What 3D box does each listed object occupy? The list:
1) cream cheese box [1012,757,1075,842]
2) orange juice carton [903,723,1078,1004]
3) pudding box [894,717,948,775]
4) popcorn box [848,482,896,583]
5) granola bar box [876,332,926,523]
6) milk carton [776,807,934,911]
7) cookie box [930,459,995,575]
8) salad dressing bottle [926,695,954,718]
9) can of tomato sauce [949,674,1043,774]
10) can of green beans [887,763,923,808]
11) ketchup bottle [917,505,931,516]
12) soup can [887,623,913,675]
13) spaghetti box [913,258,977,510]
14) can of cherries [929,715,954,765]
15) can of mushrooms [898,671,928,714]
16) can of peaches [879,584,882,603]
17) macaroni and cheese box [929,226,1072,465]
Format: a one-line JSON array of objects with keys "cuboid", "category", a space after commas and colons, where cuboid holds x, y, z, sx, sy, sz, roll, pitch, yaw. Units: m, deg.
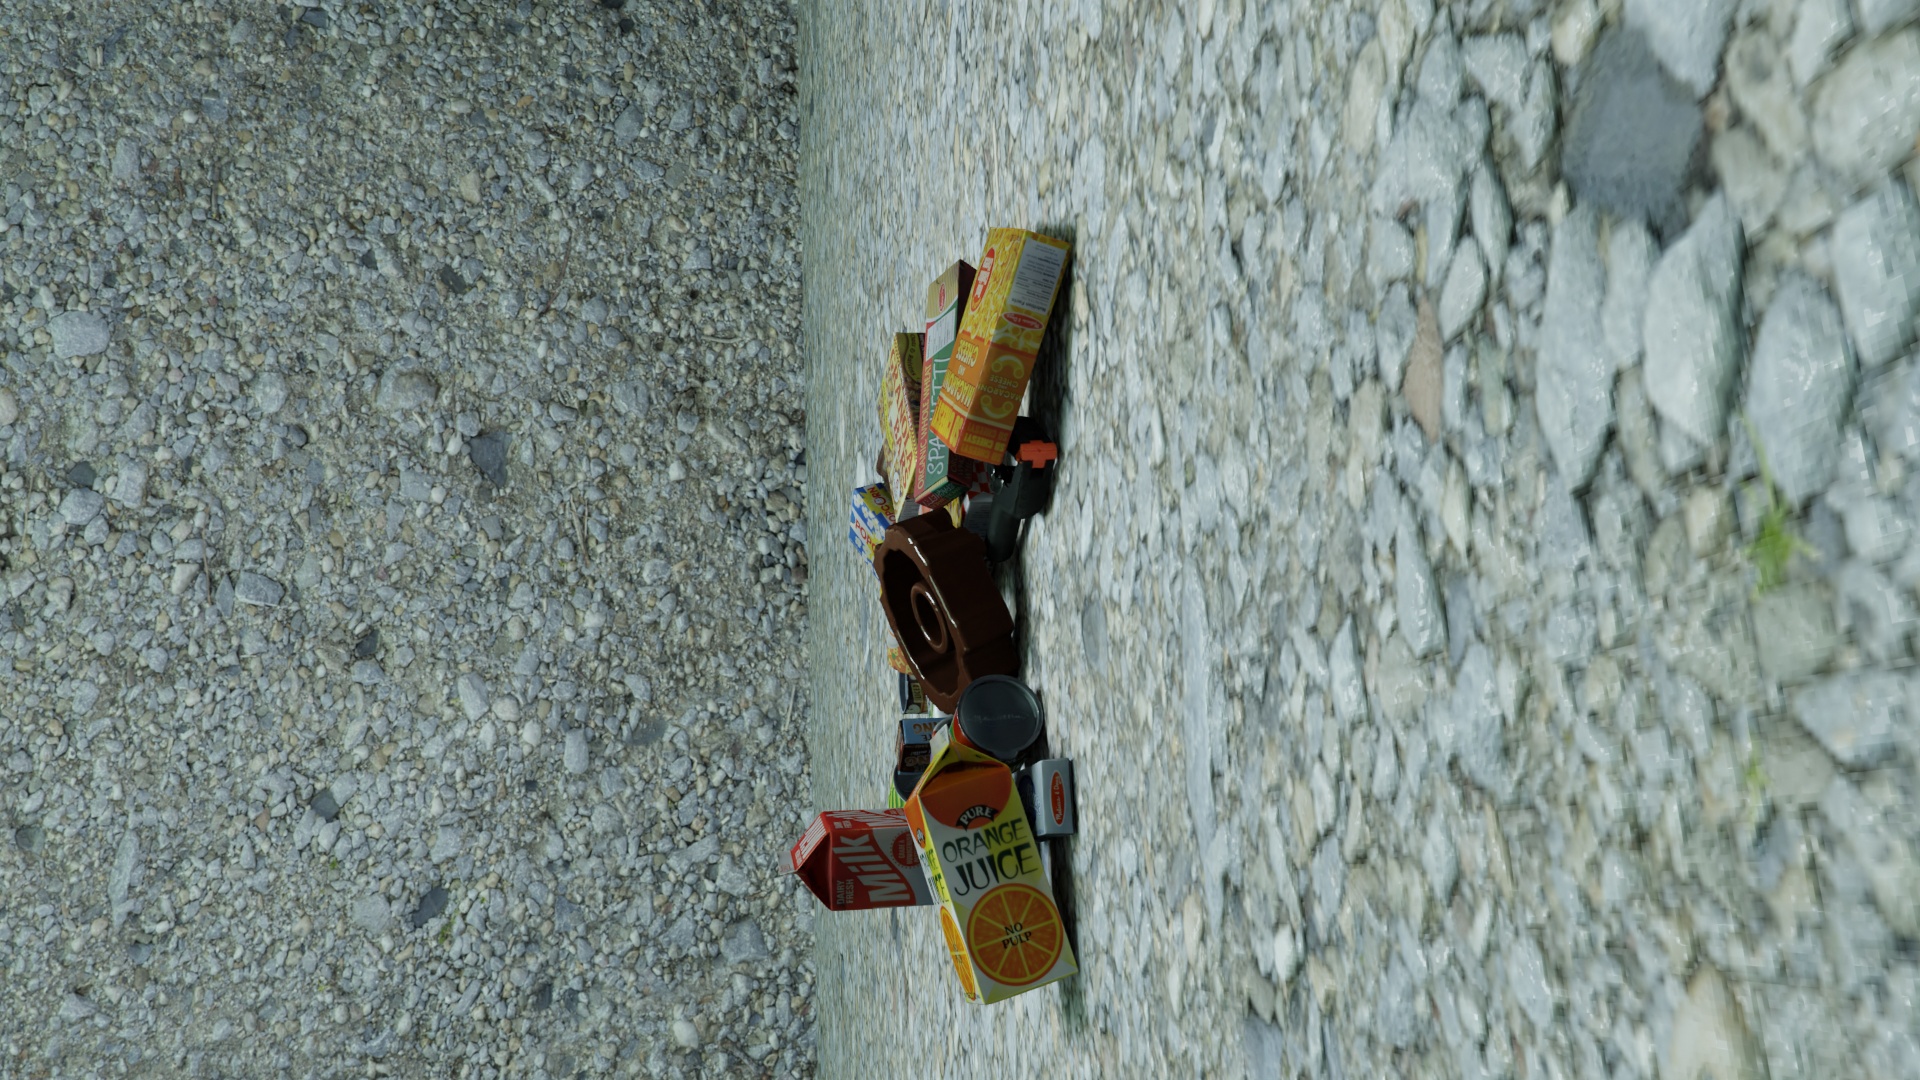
[{"cuboid": [0.059, 0.192, 1.018, 0.103, 0.024, 0.053, 124, 146, -71], "category": "cream cheese box"}, {"cuboid": [0.013, 0.230, 1.006, 0.071, 0.073, 0.193, 120, 133, -70], "category": "orange juice carton"}, {"cuboid": [-0.015, 0.185, 1.249, 0.049, 0.084, 0.030, 101, 164, -45], "category": "pudding box"}, {"cuboid": [-0.083, 0.005, 1.620, 0.127, 0.038, 0.084, 53, 149, 34], "category": "popcorn box"}, {"cuboid": [-0.051, -0.119, 1.474, 0.123, 0.039, 0.166, 111, 153, -54], "category": "granola bar box"}, {"cuboid": [-0.066, 0.280, 1.229, 0.072, 0.191, 0.073, -169, 79, -79], "category": "milk carton"}, {"cuboid": [0.005, -0.016, 1.269, 0.123, 0.040, 0.166, -101, 17, -45], "category": "cookie box"}, {"cuboid": [-0.008, 0.178, 1.316, 0.064, 0.044, 0.148, 88, 175, -56], "category": "salad dressing bottle"}, {"cuboid": [0.025, 0.154, 1.090, 0.082, 0.071, 0.071, 106, 161, -58], "category": "can of tomato sauce"}, {"cuboid": [-0.040, 0.258, 1.427, 0.057, 0.071, 0.071, 104, 163, -53], "category": "can of green beans"}, {"cuboid": [-0.021, -0.022, 1.391, 0.148, 0.043, 0.065, 105, 162, -52], "category": "ketchup bottle"}, {"cuboid": [-0.045, 0.089, 1.441, 0.071, 0.071, 0.083, -114, 26, -65], "category": "soup can"}, {"cuboid": [-0.011, -0.141, 1.237, 0.050, 0.028, 0.251, -33, 43, 42], "category": "spaghetti box"}, {"cuboid": [0.009, 0.191, 1.183, 0.072, 0.071, 0.058, -112, 25, -63], "category": "can of cherries"}, {"cuboid": [-0.050, 0.164, 1.568, 0.071, 0.033, 0.071, -177, 88, -79], "category": "can of mushrooms"}, {"cuboid": [-0.054, 0.038, 1.504, 0.071, 0.071, 0.058, -123, 35, -71], "category": "can of peaches"}, {"cuboid": [0.027, -0.149, 1.044, 0.124, 0.040, 0.166, -129, 55, -73], "category": "macaroni and cheese box"}]
